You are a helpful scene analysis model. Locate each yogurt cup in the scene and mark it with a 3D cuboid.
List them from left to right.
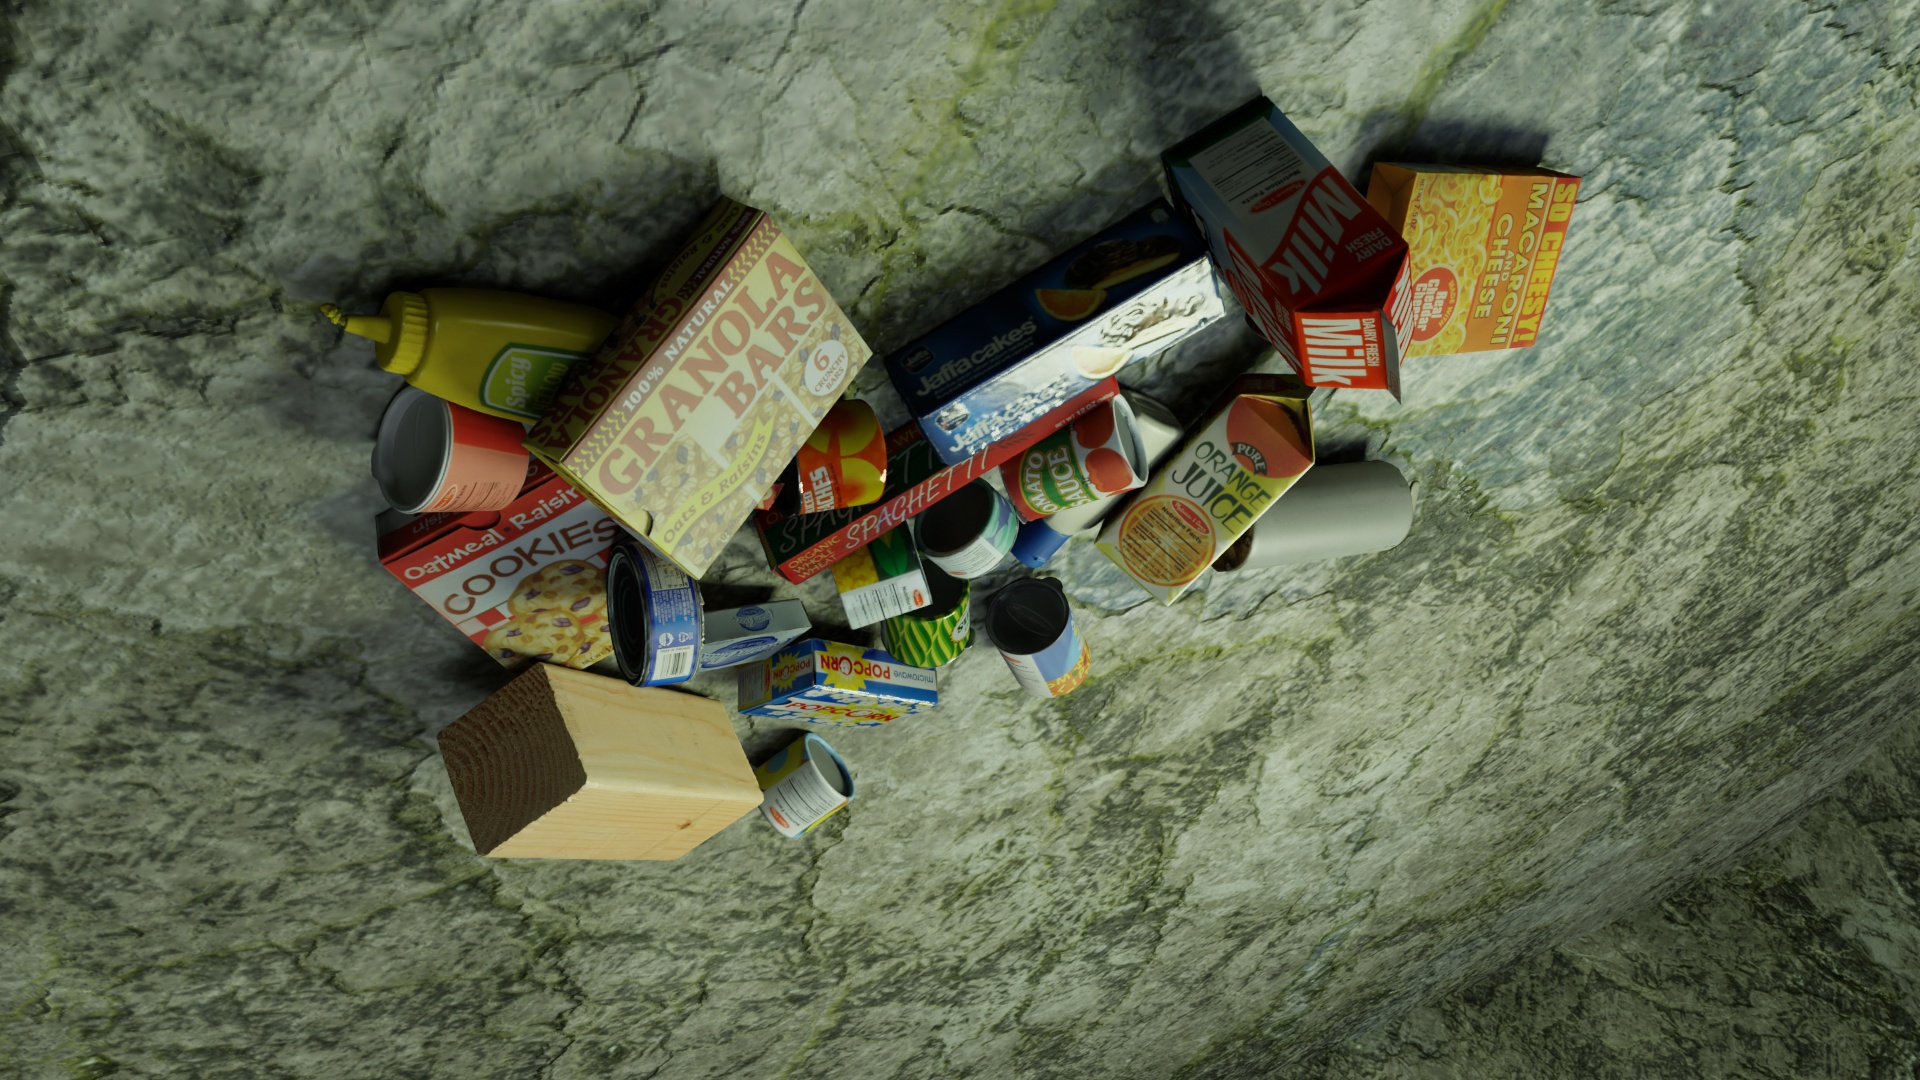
[{"bbox_3d":[-0.265,-0.045,0.730,0.054,0.072,0.072,9,131,-51],"label":"yogurt cup"}]

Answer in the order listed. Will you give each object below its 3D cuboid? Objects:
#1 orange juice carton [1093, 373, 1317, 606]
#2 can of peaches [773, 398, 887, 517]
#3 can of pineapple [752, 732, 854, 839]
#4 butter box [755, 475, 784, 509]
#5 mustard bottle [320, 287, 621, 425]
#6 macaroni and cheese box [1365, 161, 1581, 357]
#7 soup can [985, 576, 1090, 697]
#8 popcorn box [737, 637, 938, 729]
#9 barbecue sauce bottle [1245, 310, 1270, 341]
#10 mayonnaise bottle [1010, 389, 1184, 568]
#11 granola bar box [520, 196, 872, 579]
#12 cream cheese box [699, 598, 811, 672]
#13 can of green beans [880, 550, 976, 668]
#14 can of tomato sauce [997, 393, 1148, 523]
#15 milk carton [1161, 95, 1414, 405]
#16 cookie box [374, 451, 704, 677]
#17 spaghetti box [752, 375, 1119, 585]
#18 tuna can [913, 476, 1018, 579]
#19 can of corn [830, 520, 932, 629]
[{"bbox_3d":[0.188,-0.050,0.992,0.192,0.073,0.072,-48,-178,21],"label":"orange juice carton"},{"bbox_3d":[-0.082,-0.049,0.841,0.058,0.071,0.070,-10,140,-26],"label":"can of peaches"},{"bbox_3d":[-0.127,0.196,1.116,0.058,0.071,0.071,-36,144,10],"label":"can of pineapple"},{"bbox_3d":[-0.158,-0.048,0.806,0.103,0.053,0.024,7,129,-39],"label":"butter box"},{"bbox_3d":[-0.238,-0.095,0.698,0.160,0.049,0.065,8,125,-40],"label":"mustard bottle"},{"bbox_3d":[0.335,-0.190,0.936,0.167,0.040,0.123,-8,118,-32],"label":"macaroni and cheese box"},{"bbox_3d":[0.065,0.076,1.097,0.071,0.071,0.083,-29,145,1],"label":"soup can"},{"bbox_3d":[-0.090,0.108,1.028,0.085,0.038,0.127,-22,155,39],"label":"popcorn box"},{"bbox_3d":[0.266,-0.162,0.958,0.149,0.044,0.064,1,126,-35],"label":"barbecue sauce bottle"},{"bbox_3d":[0.090,-0.041,0.992,0.065,0.041,0.147,16,126,-44],"label":"mayonnaise bottle"},{"bbox_3d":[-0.132,-0.078,0.735,0.166,0.039,0.124,-54,143,-12],"label":"granola bar box"},{"bbox_3d":[-0.155,0.066,0.940,0.053,0.024,0.104,-36,163,33],"label":"cream cheese box"},{"bbox_3d":[-0.026,0.049,1.002,0.071,0.071,0.057,-18,142,-14],"label":"can of green beans"},{"bbox_3d":[0.074,-0.054,0.917,0.083,0.071,0.071,-17,148,21],"label":"can of tomato sauce"},{"bbox_3d":[0.195,-0.159,0.788,0.073,0.191,0.072,-30,144,2],"label":"milk carton"},{"bbox_3d":[-0.247,0.015,0.834,0.123,0.040,0.166,-28,144,-1],"label":"cookie box"},{"bbox_3d":[-0.017,-0.055,0.895,0.250,0.050,0.028,-31,143,3],"label":"spaghetti box"},{"bbox_3d":[0.003,-0.012,0.949,0.071,0.071,0.032,-37,136,11],"label":"tuna can"},{"bbox_3d":[-0.057,0.019,0.945,0.058,0.071,0.070,-18,143,-4],"label":"can of corn"}]
